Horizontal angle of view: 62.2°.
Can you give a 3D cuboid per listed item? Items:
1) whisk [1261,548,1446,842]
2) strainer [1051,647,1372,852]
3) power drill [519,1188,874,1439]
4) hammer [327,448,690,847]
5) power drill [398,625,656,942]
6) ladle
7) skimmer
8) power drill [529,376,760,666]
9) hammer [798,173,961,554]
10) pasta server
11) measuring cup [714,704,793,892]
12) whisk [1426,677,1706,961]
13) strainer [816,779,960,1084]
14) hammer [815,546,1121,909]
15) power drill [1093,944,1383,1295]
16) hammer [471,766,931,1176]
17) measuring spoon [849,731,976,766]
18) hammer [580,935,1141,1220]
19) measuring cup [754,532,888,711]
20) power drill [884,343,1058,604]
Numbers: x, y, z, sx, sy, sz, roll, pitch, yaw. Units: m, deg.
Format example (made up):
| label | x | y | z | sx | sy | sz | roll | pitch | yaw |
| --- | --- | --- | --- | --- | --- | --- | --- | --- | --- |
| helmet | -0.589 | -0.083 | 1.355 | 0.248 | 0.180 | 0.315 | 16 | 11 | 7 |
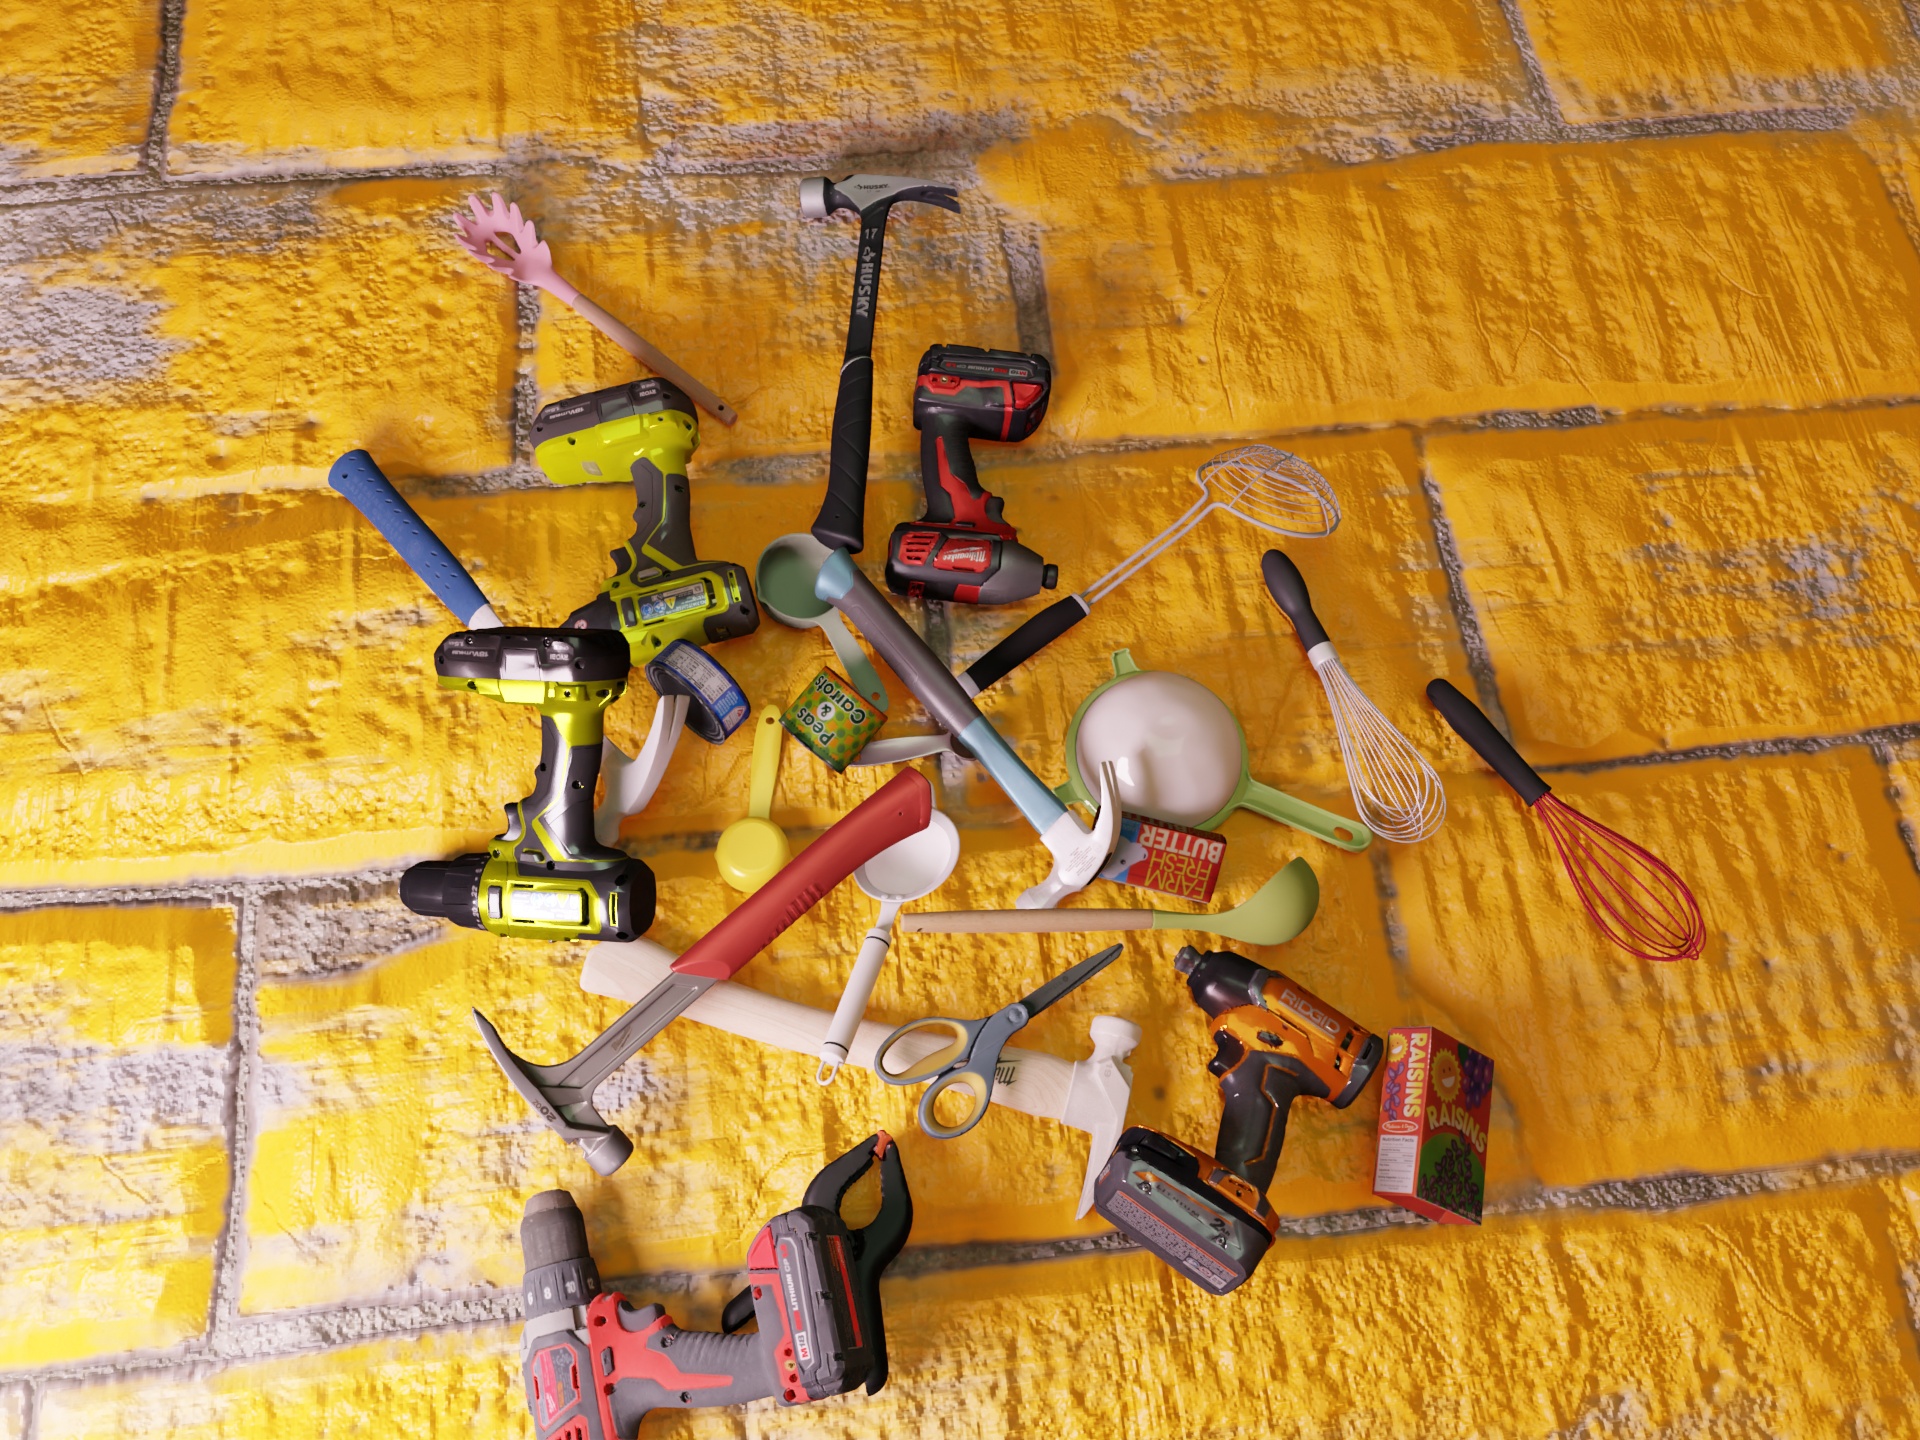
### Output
| label | x | y | z | sx | sy | sz | roll | pitch | yaw |
| --- | --- | --- | --- | --- | --- | --- | --- | --- | --- |
| whisk | 0.310 | -0.025 | 1.300 | 0.070 | 0.070 | 0.285 | -17 | 64 | -11 |
| strainer | 0.209 | 0.038 | 1.255 | 0.256 | 0.069 | 0.151 | 23 | 67 | 7 |
| power drill | -0.187 | 0.385 | 1.055 | 0.226 | 0.080 | 0.188 | -18 | 68 | 7 |
| hammer | -0.370 | -0.080 | 1.257 | 0.406 | 0.035 | 0.144 | 45 | 107 | 19 |
| power drill | -0.321 | 0.048 | 1.160 | 0.190 | 0.080 | 0.228 | 2 | 97 | 12 |
| ladle | 0.114 | 0.137 | 1.181 | 0.320 | 0.078 | 0.062 | 0 | 55 | -9 |
| skimmer | 0.157 | -0.115 | 1.335 | 0.363 | 0.090 | 0.127 | -36 | 51 | -6 |
| power drill | -0.271 | -0.155 | 1.298 | 0.171 | 0.080 | 0.223 | -15 | 72 | -3 |
| hammer | -0.083 | -0.319 | 1.373 | 0.149 | 0.036 | 0.409 | -1 | 62 | 8 |
| pasta server | -0.320 | -0.358 | 1.403 | 0.316 | 0.040 | 0.060 | 38 | 82 | 10 |
| measuring cup | -0.156 | 0.056 | 1.241 | 0.062 | 0.029 | 0.157 | 5 | 68 | -2 |
| whisk | 0.476 | 0.076 | 1.269 | 0.073 | 0.073 | 0.296 | -32 | 68 | -16 |
| strainer | -0.059 | 0.157 | 1.175 | 0.087 | 0.050 | 0.259 | 2 | 48 | 23 |
| hammer | -0.002 | -0.004 | 1.239 | 0.128 | 0.033 | 0.331 | -45 | 77 | 15 |
| power drill | 0.187 | 0.270 | 1.136 | 0.164 | 0.084 | 0.226 | 34 | 54 | 10 |
| hammer | -0.165 | 0.149 | 1.138 | 0.359 | 0.037 | 0.149 | -41 | 102 | -18 |
| measuring spoon | -0.037 | 0.024 | 1.276 | 0.124 | 0.018 | 0.034 | -8 | 67 | 0 |
| hammer | -0.080 | 0.243 | 1.165 | 0.410 | 0.038 | 0.146 | 14 | 68 | 2 |
| measuring cup | -0.108 | -0.074 | 1.302 | 0.083 | 0.038 | 0.167 | -30 | 84 | -18 |
| power drill | 0.017 | -0.201 | 1.342 | 0.143 | 0.078 | 0.220 | 6 | 69 | -2 |
